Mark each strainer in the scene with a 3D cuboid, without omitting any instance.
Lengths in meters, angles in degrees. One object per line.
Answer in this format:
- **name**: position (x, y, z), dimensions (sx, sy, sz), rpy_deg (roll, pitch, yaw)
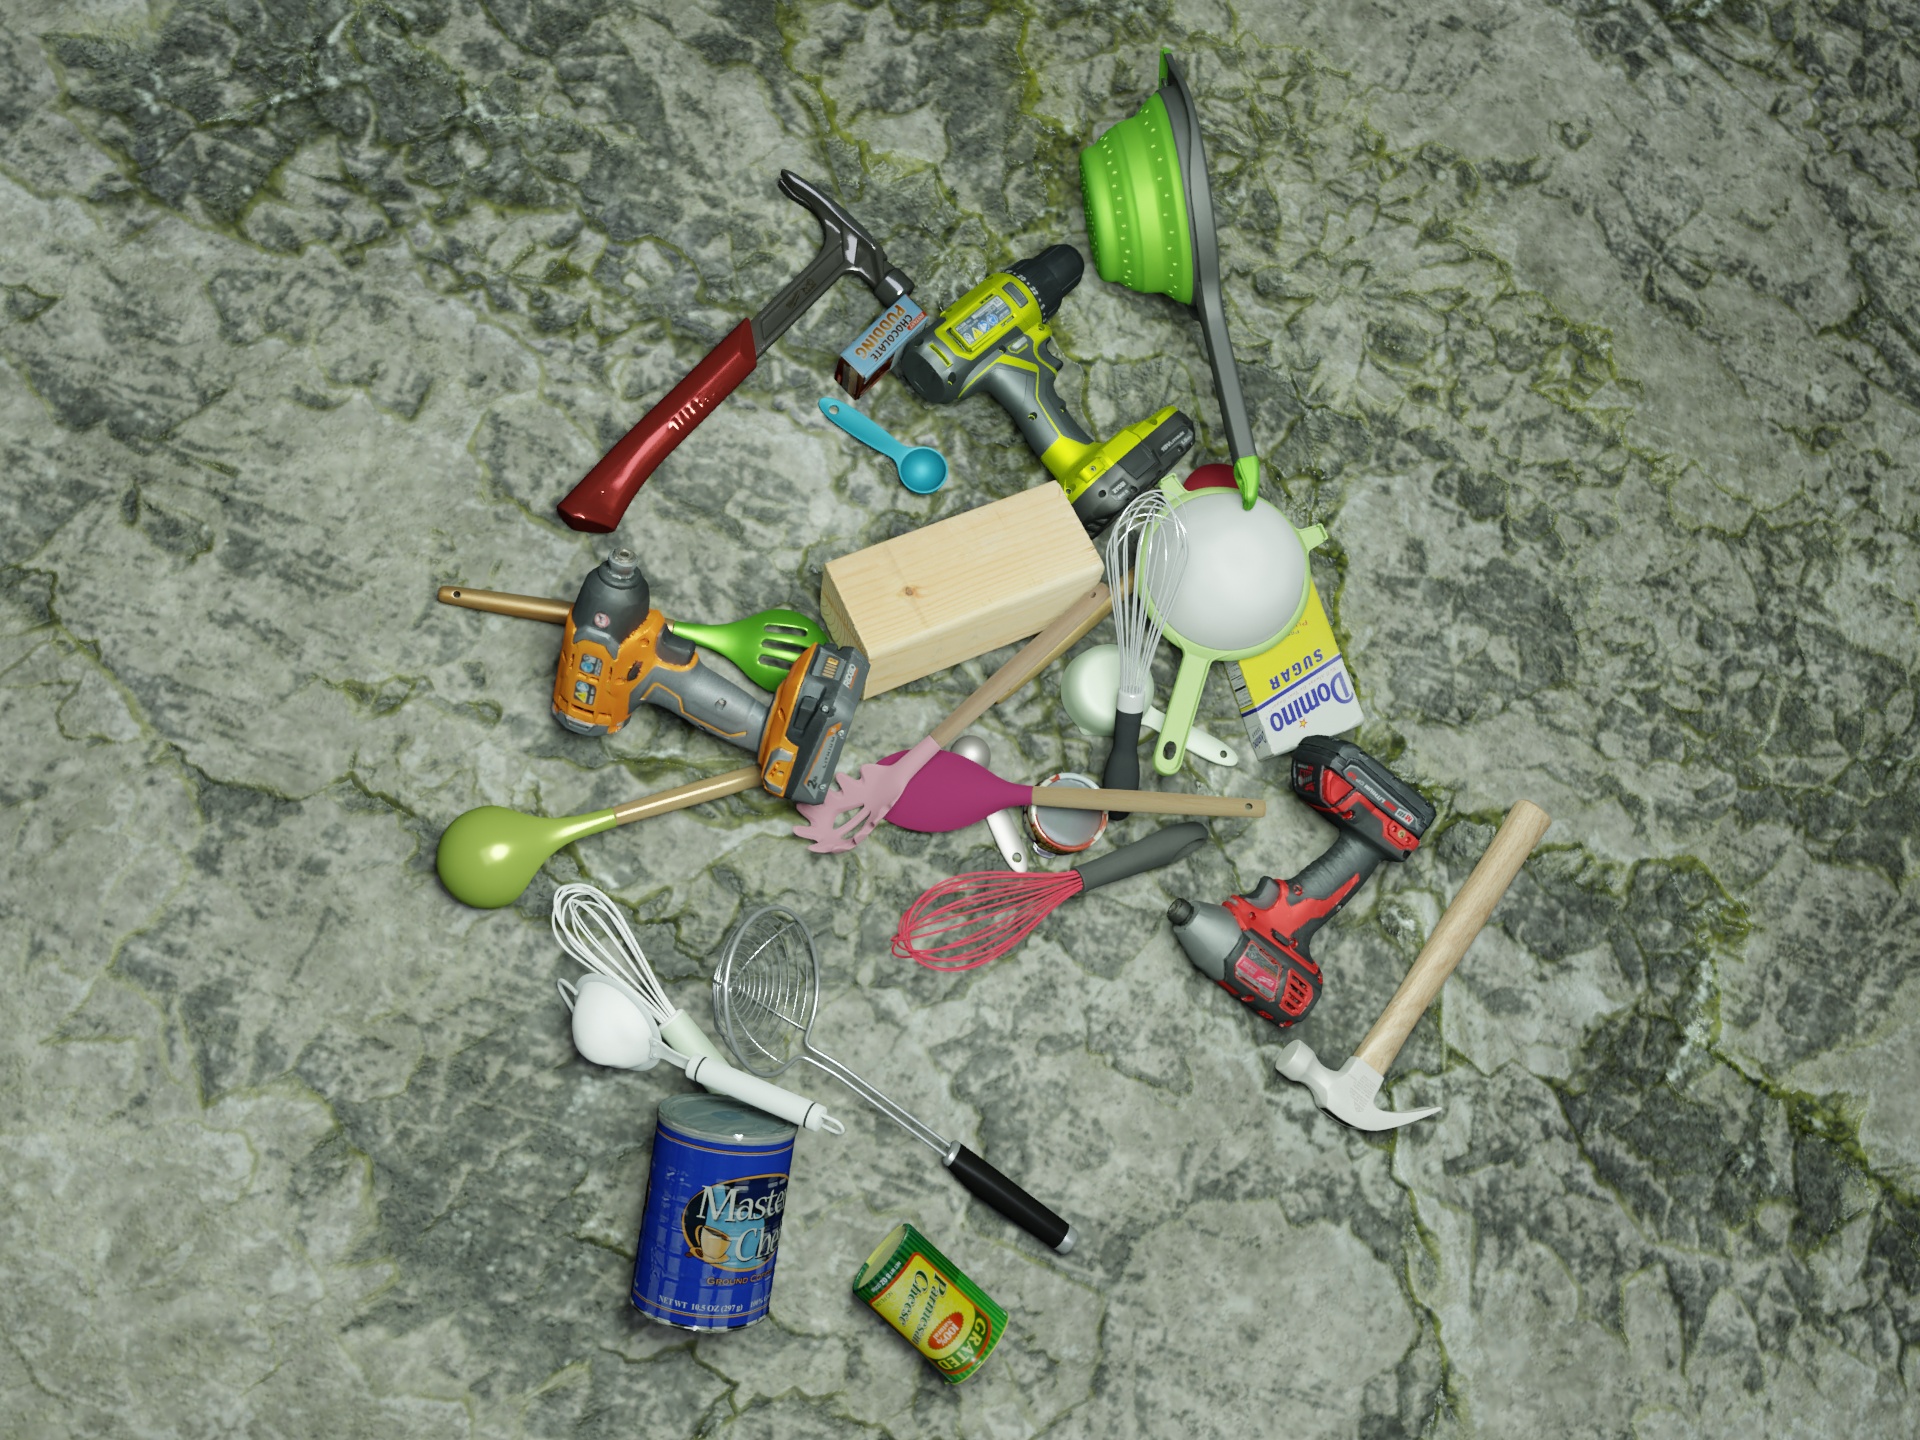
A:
- **strainer**: position (0.208, -0.079, 1.303), dimensions (0.151, 0.069, 0.256), rpy_deg (19, 79, -3)
- **strainer**: position (-0.200, 0.250, 1.159), dimensions (0.258, 0.086, 0.050), rpy_deg (18, 36, 17)

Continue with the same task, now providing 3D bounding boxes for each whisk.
- **whisk**: position (-0.226, 0.222, 1.212), dimensions (0.058, 0.059, 0.246), rpy_deg (-38, 93, 21)
- **whisk**: position (0.077, 0.133, 1.265), dimensions (0.296, 0.073, 0.073), rpy_deg (-17, 84, -25)
- **whisk**: position (0.139, -0.046, 1.270), dimensions (0.070, 0.070, 0.284), rpy_deg (-1, 115, -12)

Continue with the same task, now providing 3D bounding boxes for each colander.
- **colander**: position (0.168, -0.357, 1.328), dimensions (0.094, 0.204, 0.397), rpy_deg (-11, 77, 4)

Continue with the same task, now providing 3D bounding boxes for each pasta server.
- **pasta server**: position (-0.002, -0.004, 1.268), dimensions (0.316, 0.040, 0.060), rpy_deg (-42, 61, -1)

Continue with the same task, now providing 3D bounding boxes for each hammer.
- **hammer**: position (-0.205, -0.295, 1.315), dimensions (0.149, 0.036, 0.359), rpy_deg (42, 74, -2)
- **hammer**: position (0.409, 0.204, 1.354), dimensions (0.130, 0.031, 0.331), rpy_deg (40, 74, -2)

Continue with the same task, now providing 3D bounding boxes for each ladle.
- **ladle**: position (-0.246, 0.070, 1.241), dimensions (0.320, 0.062, 0.078), rpy_deg (-16, 81, -21)
- **ladle**: position (0.142, -0.118, 1.362), dimensions (0.315, 0.031, 0.069), rpy_deg (-41, 87, -14)

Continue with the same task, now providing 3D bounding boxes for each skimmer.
- **skimmer**: position (-0.041, 0.284, 1.213), dimensions (0.363, 0.090, 0.127), rpy_deg (38, 42, -5)

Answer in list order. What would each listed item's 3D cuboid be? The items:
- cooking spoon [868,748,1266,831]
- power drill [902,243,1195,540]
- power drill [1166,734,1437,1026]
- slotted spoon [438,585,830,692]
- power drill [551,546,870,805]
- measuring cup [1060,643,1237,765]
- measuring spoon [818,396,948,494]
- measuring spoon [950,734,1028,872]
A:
- **cooking spoon**: position (0.084, 0.061, 1.276), dimensions (0.319, 0.017, 0.069), rpy_deg (3, 78, 6)
- **power drill**: position (0.088, -0.287, 1.356), dimensions (0.190, 0.080, 0.228), rpy_deg (-42, 88, -21)
- **power drill**: position (0.273, 0.126, 1.300), dimensions (0.143, 0.078, 0.219), rpy_deg (36, 86, -13)
- **slotted spoon**: position (-0.255, -0.074, 1.268), dimensions (0.313, 0.031, 0.070), rpy_deg (9, 78, -9)
- **power drill**: position (-0.189, -0.036, 1.198), dimensions (0.226, 0.164, 0.084), rpy_deg (19, 40, -3)
- **measuring cup**: position (0.165, -0.006, 1.337), dimensions (0.167, 0.038, 0.083), rpy_deg (28, 75, -4)
- **measuring spoon**: position (-0.067, -0.233, 1.347), dimensions (0.128, 0.021, 0.042), rpy_deg (35, 75, 6)
- **measuring spoon**: position (0.028, 0.069, 1.305), dimensions (0.034, 0.018, 0.124), rpy_deg (-23, 86, -15)
